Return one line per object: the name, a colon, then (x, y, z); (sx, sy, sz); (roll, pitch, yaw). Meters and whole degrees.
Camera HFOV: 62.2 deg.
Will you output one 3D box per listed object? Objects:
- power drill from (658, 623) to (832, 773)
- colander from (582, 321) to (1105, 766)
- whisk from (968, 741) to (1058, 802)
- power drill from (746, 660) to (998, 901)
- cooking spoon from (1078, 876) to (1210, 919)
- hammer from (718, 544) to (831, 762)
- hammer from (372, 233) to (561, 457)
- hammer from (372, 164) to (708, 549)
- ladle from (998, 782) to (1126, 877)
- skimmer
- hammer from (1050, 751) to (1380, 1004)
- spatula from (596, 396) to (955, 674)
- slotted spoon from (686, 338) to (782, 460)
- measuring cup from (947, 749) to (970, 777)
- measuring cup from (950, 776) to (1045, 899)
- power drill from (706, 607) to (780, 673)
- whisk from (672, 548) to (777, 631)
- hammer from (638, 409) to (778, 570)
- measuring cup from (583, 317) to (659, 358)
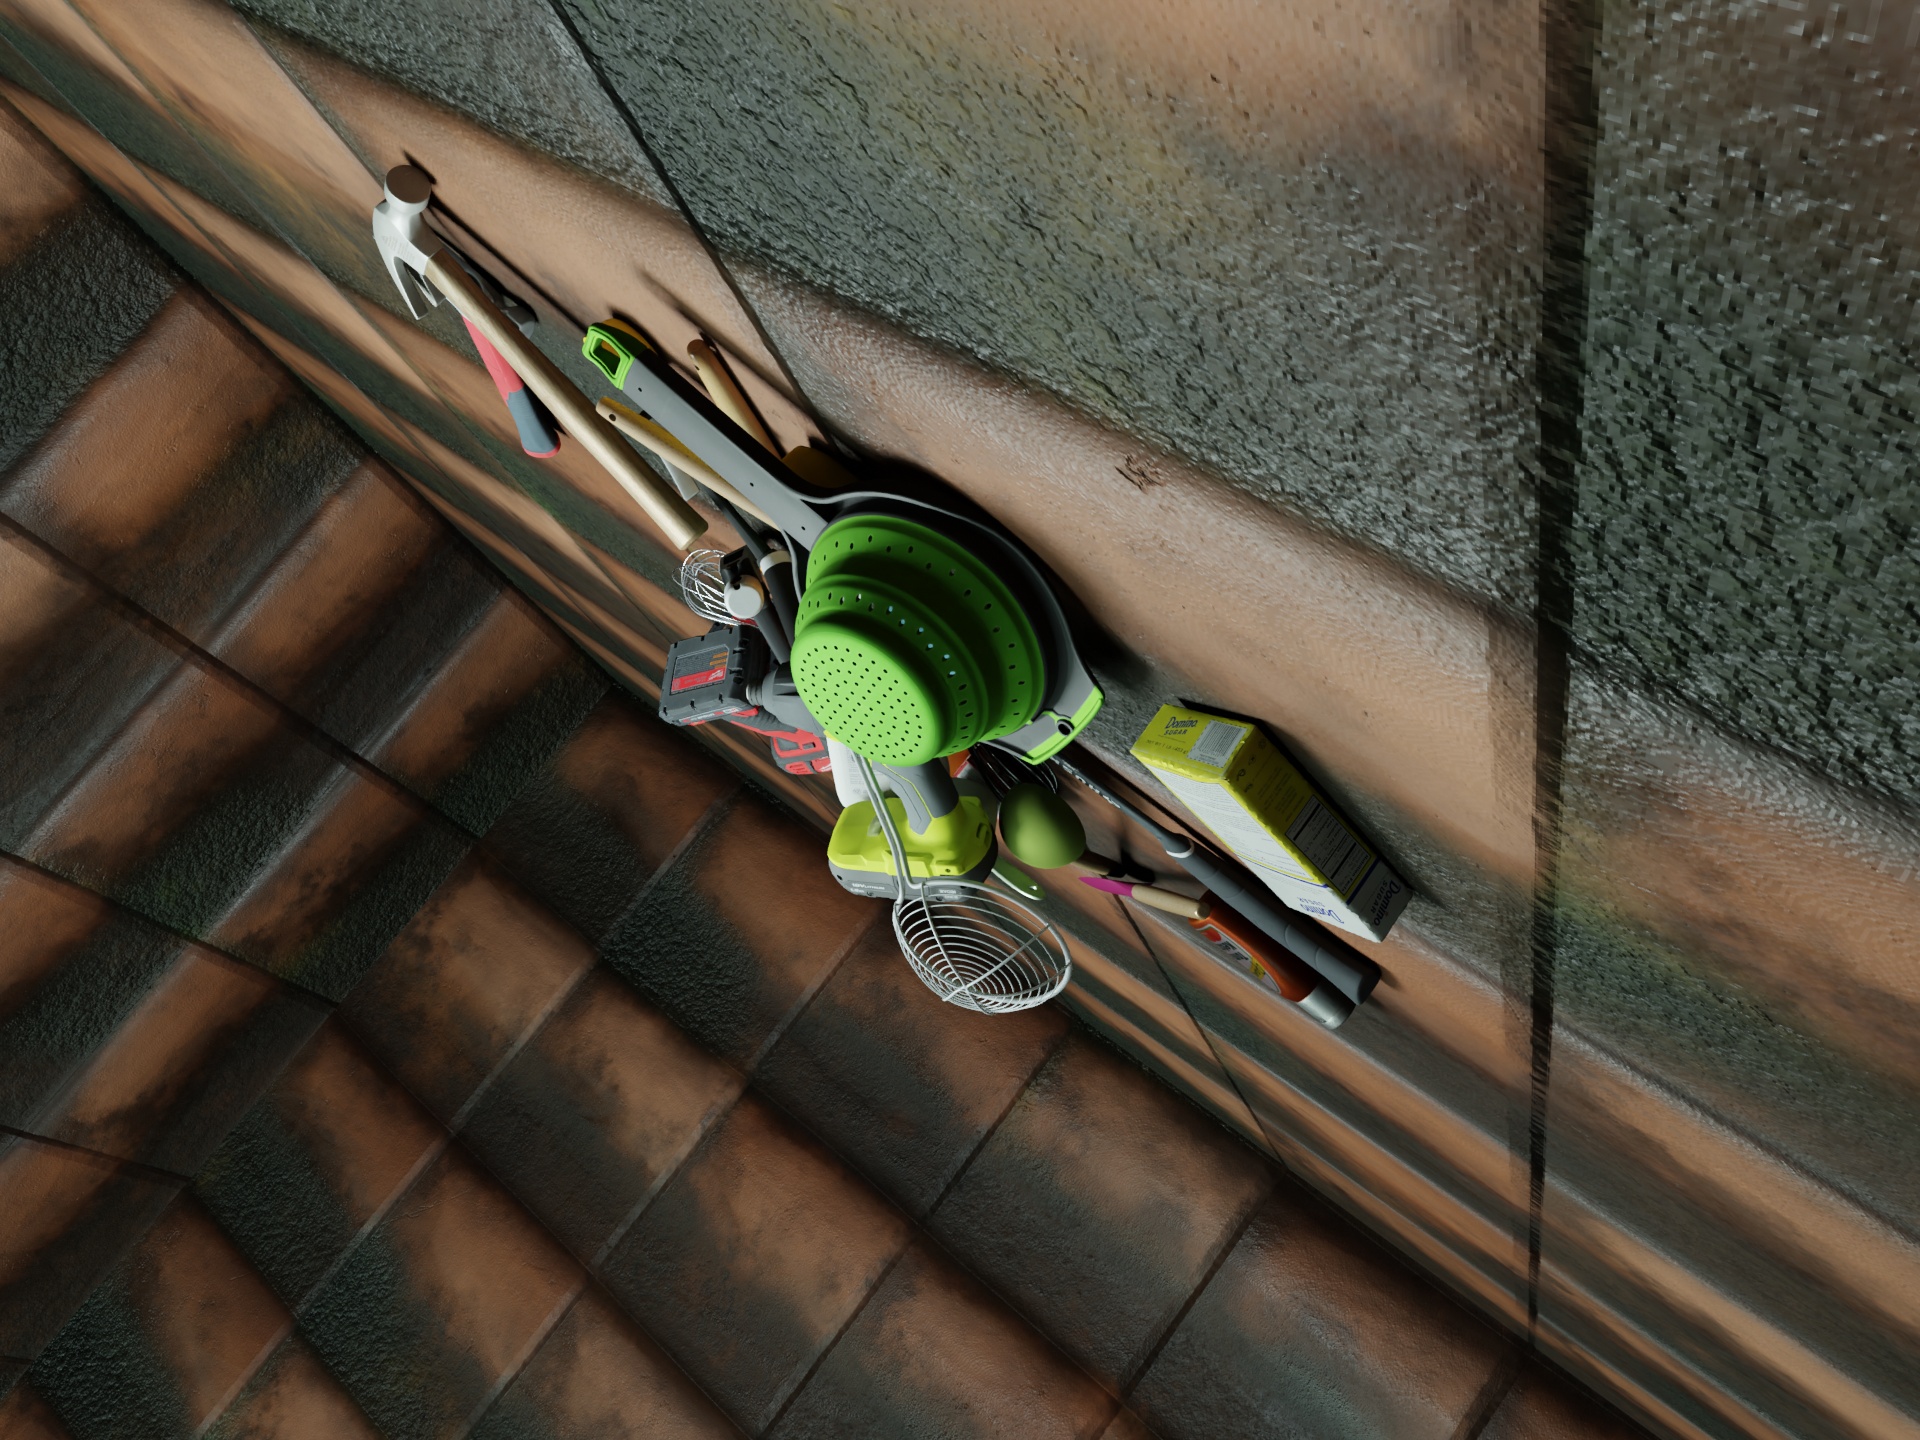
power drill: (-0.169, -0.010, 1.529); (0.143, 0.079, 0.219); (-11, 153, 36)
colander: (-0.099, -0.092, 0.982); (0.397, 0.094, 0.204); (40, 144, -2)
whisk: (-0.002, -0.005, 1.365); (0.239, 0.055, 0.055); (45, 168, -12)
power drill: (-0.062, 0.039, 1.236); (0.171, 0.080, 0.223); (2, 135, 18)
cooking spoon: (0.166, 0.155, 1.417); (0.068, 0.017, 0.319); (6, 177, -9)
hammer: (-0.127, -0.010, 1.421); (0.146, 0.035, 0.334); (-110, -6, -62)
hammer: (-0.423, -0.326, 1.439); (0.143, 0.038, 0.386); (40, 169, 0)
hammer: (-0.315, -0.258, 1.201); (0.331, 0.031, 0.130); (47, 154, -9)
ladle: (0.107, 0.109, 1.399); (0.078, 0.062, 0.320); (29, -179, 22)
skimmer: (-0.040, 0.038, 1.115); (0.127, 0.090, 0.363); (-42, 67, 47)
hammer: (0.155, 0.089, 1.250); (0.409, 0.036, 0.149); (37, 170, 7)
spatula: (-0.121, -0.134, 1.111); (0.317, 0.044, 0.082); (32, 127, -2)
slotted spoon: (-0.128, -0.169, 1.142); (0.070, 0.031, 0.313); (34, 167, 29)
measuring cup: (-0.026, 0.020, 1.541); (0.095, 0.052, 0.173); (33, -176, 6)
measuring cup: (0.021, 0.097, 1.346); (0.168, 0.083, 0.038); (36, 127, 45)
power drill: (-0.181, -0.047, 1.705); (0.188, 0.080, 0.226); (31, 170, 36)
whisk: (-0.161, -0.089, 1.523); (0.285, 0.070, 0.070); (29, 167, 22)
hammer: (-0.138, -0.111, 1.280); (0.336, 0.034, 0.127); (52, 180, -43)
measuring cup: (-0.195, -0.226, 1.105); (0.156, 0.029, 0.062); (38, 170, 10)
